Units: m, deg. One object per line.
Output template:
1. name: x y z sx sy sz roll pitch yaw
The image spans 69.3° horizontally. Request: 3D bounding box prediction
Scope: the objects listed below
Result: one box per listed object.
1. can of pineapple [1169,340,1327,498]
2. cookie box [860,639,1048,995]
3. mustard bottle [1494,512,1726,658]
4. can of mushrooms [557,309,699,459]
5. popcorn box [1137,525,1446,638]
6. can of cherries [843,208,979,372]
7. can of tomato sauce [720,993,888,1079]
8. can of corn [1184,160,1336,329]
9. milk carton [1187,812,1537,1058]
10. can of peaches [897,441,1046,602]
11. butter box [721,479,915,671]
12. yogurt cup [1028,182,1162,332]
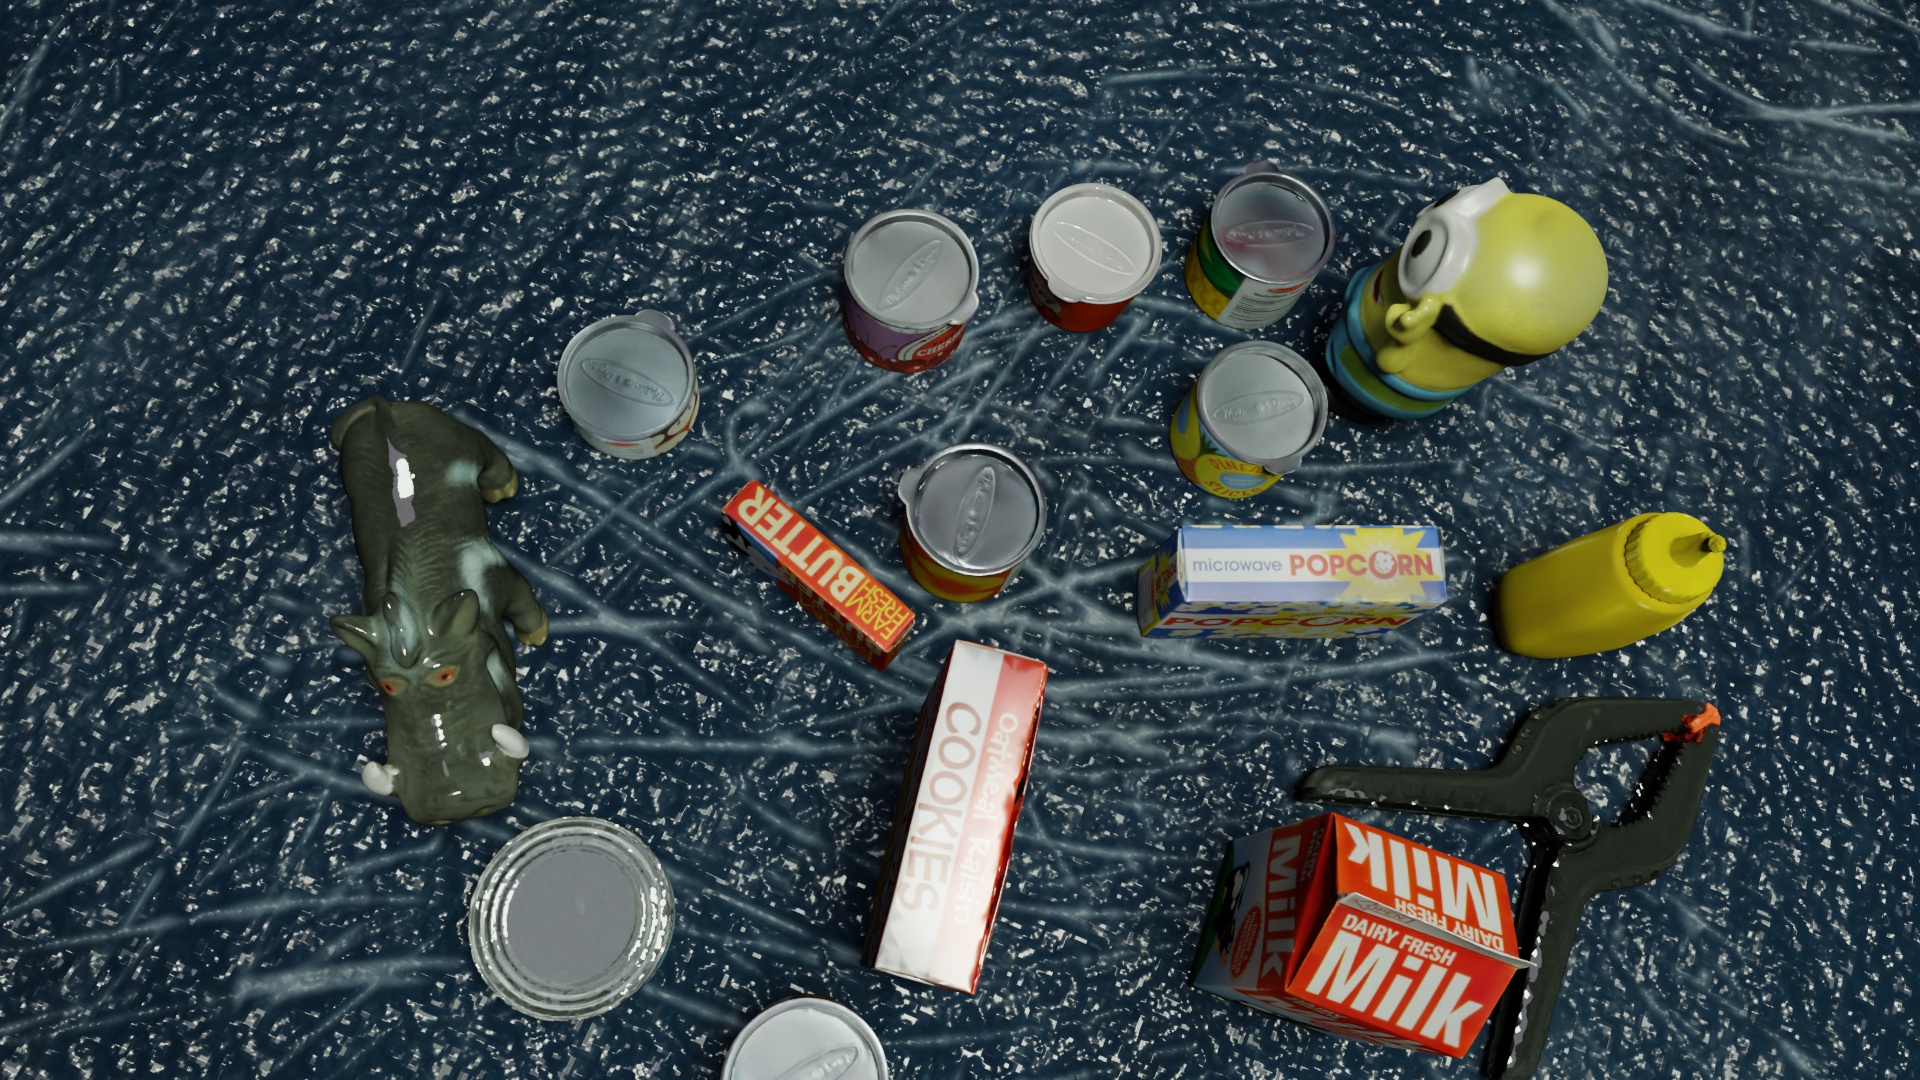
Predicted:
1. can of pineapple: 0.145 -0.058 0.706 0.071 0.057 0.071 2 73 -6
2. cookie box: -0.006 0.120 0.577 0.040 0.167 0.123 14 73 -2
3. mustard bottle: 0.309 0.019 0.648 0.065 0.159 0.049 -1 74 -7
4. can of mushrooms: -0.163 -0.077 0.690 0.071 0.033 0.071 2 73 -6
5. popcorn box: 0.156 0.021 0.669 0.127 0.085 0.038 0 74 -6
6. can of cherries: -0.025 -0.124 0.706 0.071 0.058 0.071 2 73 -6
7. can of tomato sauce: -0.064 0.227 0.582 0.071 0.083 0.071 2 73 -6
8. can of corn: 0.157 -0.155 0.737 0.071 0.058 0.071 2 73 -6
9. milk carton: 0.159 0.162 0.571 0.072 0.190 0.073 21 73 0
10. can of peaches: 0.002 -0.008 0.675 0.071 0.058 0.071 2 73 -6
11. butter box: -0.067 0.018 0.661 0.103 0.053 0.024 40 74 6
12. yogurt cup: 0.066 -0.144 0.725 0.072 0.053 0.072 2 73 -6
